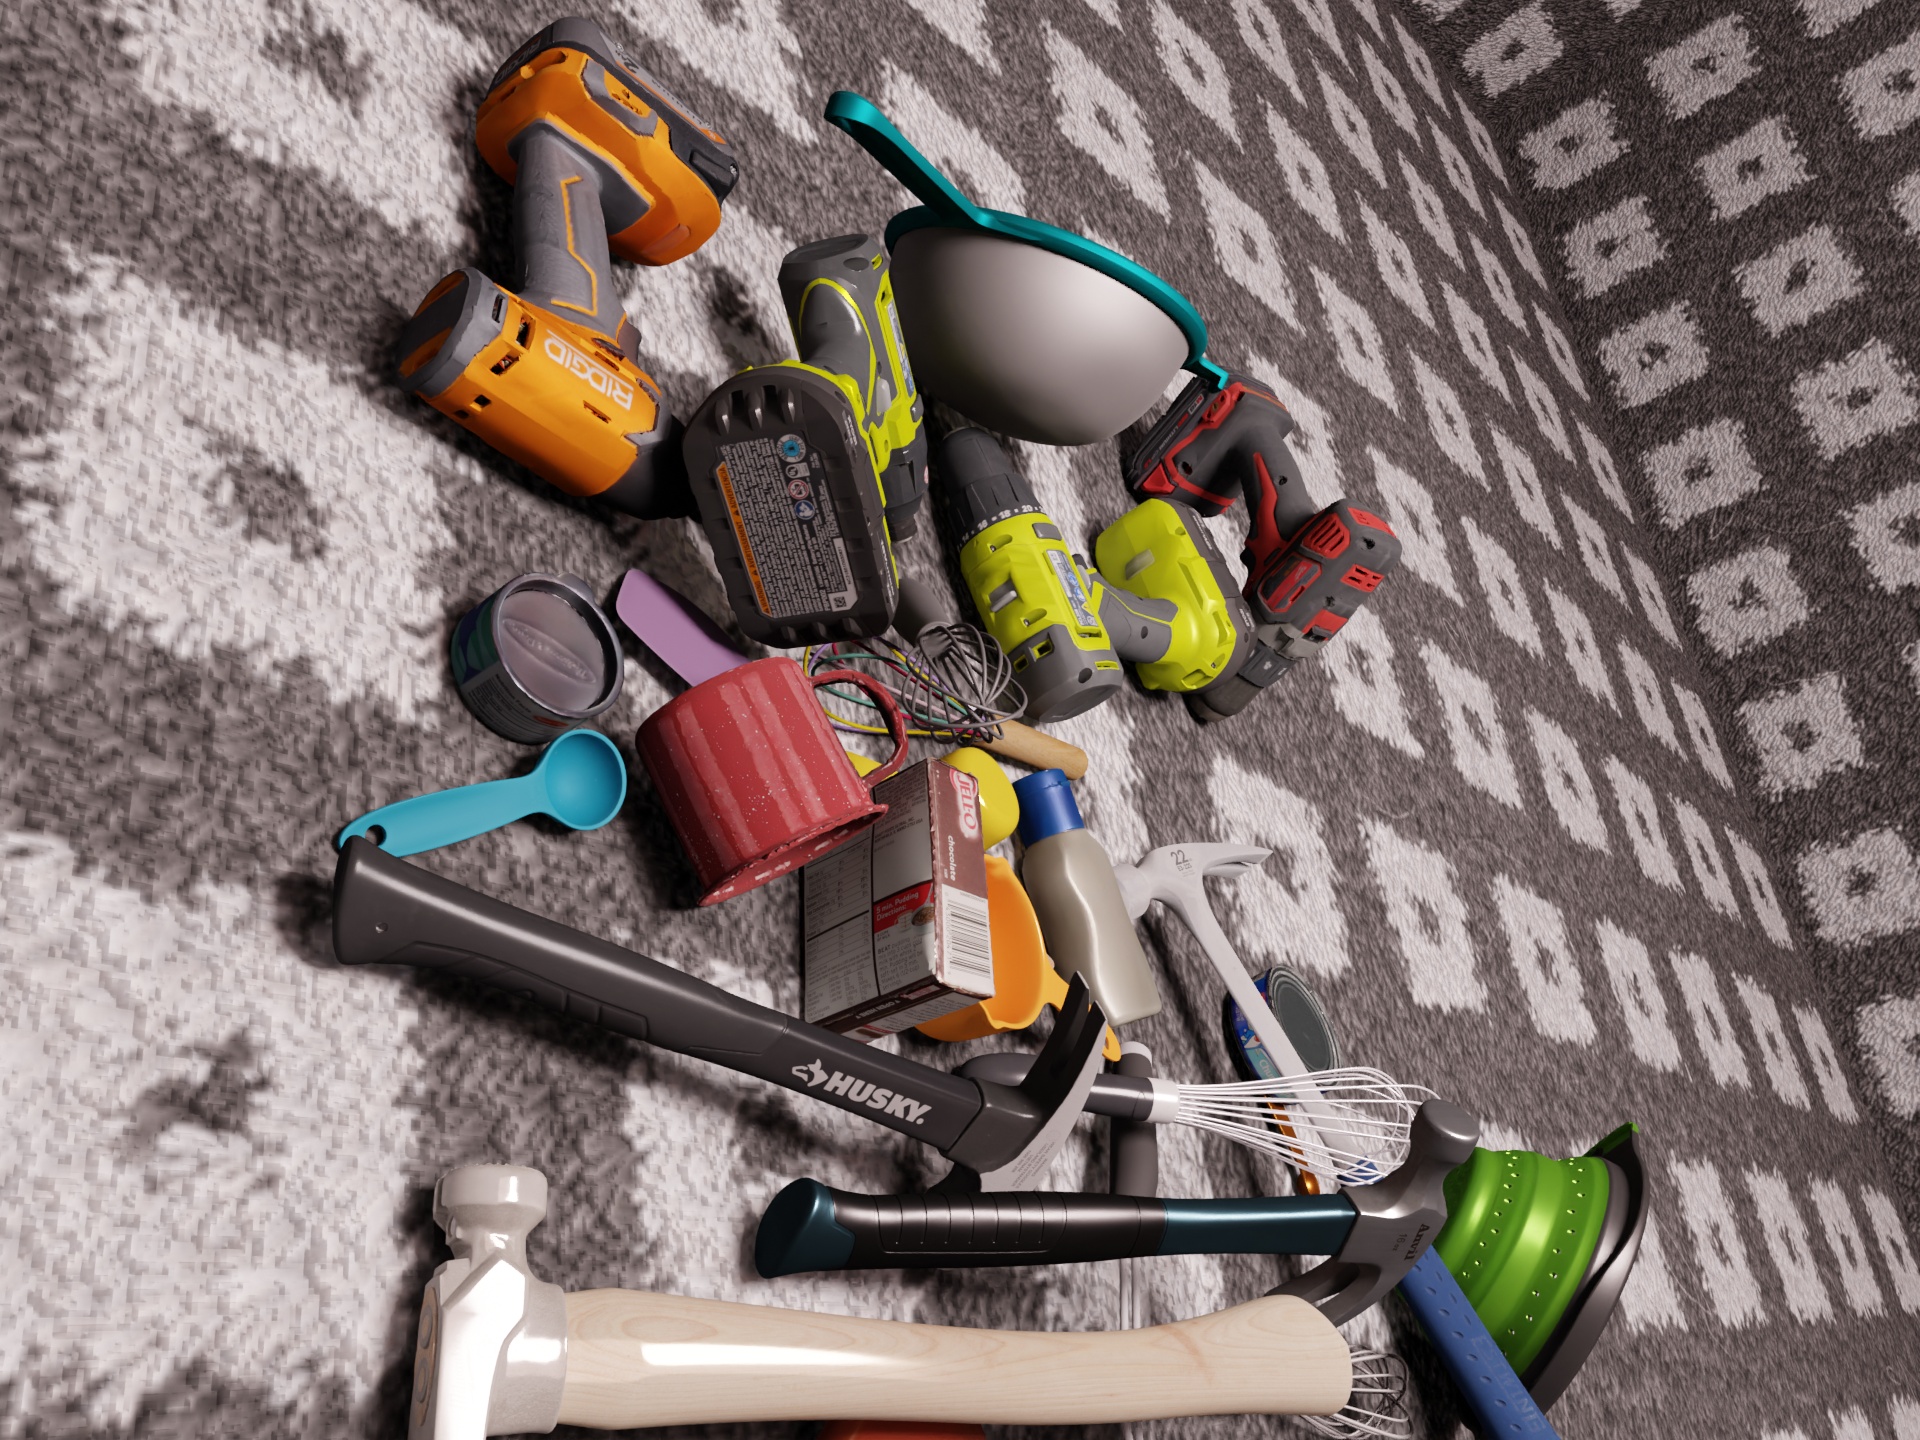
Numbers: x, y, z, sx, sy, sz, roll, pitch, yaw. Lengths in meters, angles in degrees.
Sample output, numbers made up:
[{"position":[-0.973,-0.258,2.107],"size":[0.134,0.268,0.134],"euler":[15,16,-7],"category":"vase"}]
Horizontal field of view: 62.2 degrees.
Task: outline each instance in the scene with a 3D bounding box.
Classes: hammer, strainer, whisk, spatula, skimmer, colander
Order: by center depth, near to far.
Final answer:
[{"position":[-0.002,0.261,0.612],"size":[0.410,0.038,0.146],"euler":[15,55,-30],"category":"hammer"},{"position":[-0.087,0.119,0.628],"size":[0.334,0.146,0.035],"euler":[28,15,-30],"category":"hammer"},{"position":[0.073,0.223,0.703],"size":[0.330,0.128,0.033],"euler":[7,24,-23],"category":"hammer"},{"position":[0.054,0.300,0.759],"size":[0.127,0.090,0.364],"euler":[55,23,-25],"category":"skimmer"},{"position":[-0.014,-0.036,0.776],"size":[0.055,0.055,0.239],"euler":[50,3,-19],"category":"whisk"},{"position":[-0.054,0.035,0.804],"size":[0.315,0.018,0.060],"euler":[45,25,-25],"category":"spatula"},{"position":[0.132,0.201,0.829],"size":[0.284,0.070,0.070],"euler":[12,54,-19],"category":"whisk"},{"position":[0.171,0.361,0.861],"size":[0.246,0.058,0.059],"euler":[24,15,-38],"category":"whisk"},{"position":[-0.001,-0.005,0.884],"size":[0.244,0.051,0.047],"euler":[21,46,-49],"category":"whisk"},{"position":[0.225,0.246,0.923],"size":[0.144,0.035,0.406],"euler":[-14,66,-44],"category":"hammer"},{"position":[0.009,-0.239,0.930],"size":[0.340,0.211,0.095],"euler":[22,87,-59],"category":"strainer"},{"position":[0.305,0.395,0.972],"size":[0.094,0.204,0.397],"euler":[30,52,10],"category":"colander"}]

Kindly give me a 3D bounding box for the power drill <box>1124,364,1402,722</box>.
[{"position":[0.202,-0.127,1.154],"size":[0.080,0.188,0.227],"euler":[14,38,-36],"category":"power drill"}]

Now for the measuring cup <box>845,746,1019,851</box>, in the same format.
[{"position":[-0.015,0.031,0.825],"size":[0.156,0.029,0.062],"euler":[23,41,-58],"category":"measuring cup"}]

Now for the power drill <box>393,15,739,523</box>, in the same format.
[{"position":[-0.169,-0.205,0.763],"size":[0.164,0.084,0.227],"euler":[33,47,-41],"category":"power drill"}]

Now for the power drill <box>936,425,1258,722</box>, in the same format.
[{"position":[0.084,-0.095,1.030],"size":[0.228,0.080,0.191],"euler":[-1,63,-51],"category":"power drill"}]

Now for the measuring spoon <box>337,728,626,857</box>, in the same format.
[{"position":[-0.190,0.033,0.630],"size":[0.128,0.021,0.042],"euler":[-16,97,-47],"category":"measuring spoon"}]

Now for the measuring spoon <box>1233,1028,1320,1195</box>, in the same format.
[{"position":[0.197,0.249,1.007],"size":[0.021,0.011,0.117],"euler":[-6,69,-61],"category":"measuring spoon"}]

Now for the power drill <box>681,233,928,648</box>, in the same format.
[{"position":[-0.063,-0.136,0.816],"size":[0.223,0.080,0.171],"euler":[-76,155,-58],"category":"power drill"}]

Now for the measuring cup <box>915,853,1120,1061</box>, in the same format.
[{"position":[0.021,0.138,0.811],"size":[0.173,0.052,0.095],"euler":[47,36,-39],"category":"measuring cup"}]
